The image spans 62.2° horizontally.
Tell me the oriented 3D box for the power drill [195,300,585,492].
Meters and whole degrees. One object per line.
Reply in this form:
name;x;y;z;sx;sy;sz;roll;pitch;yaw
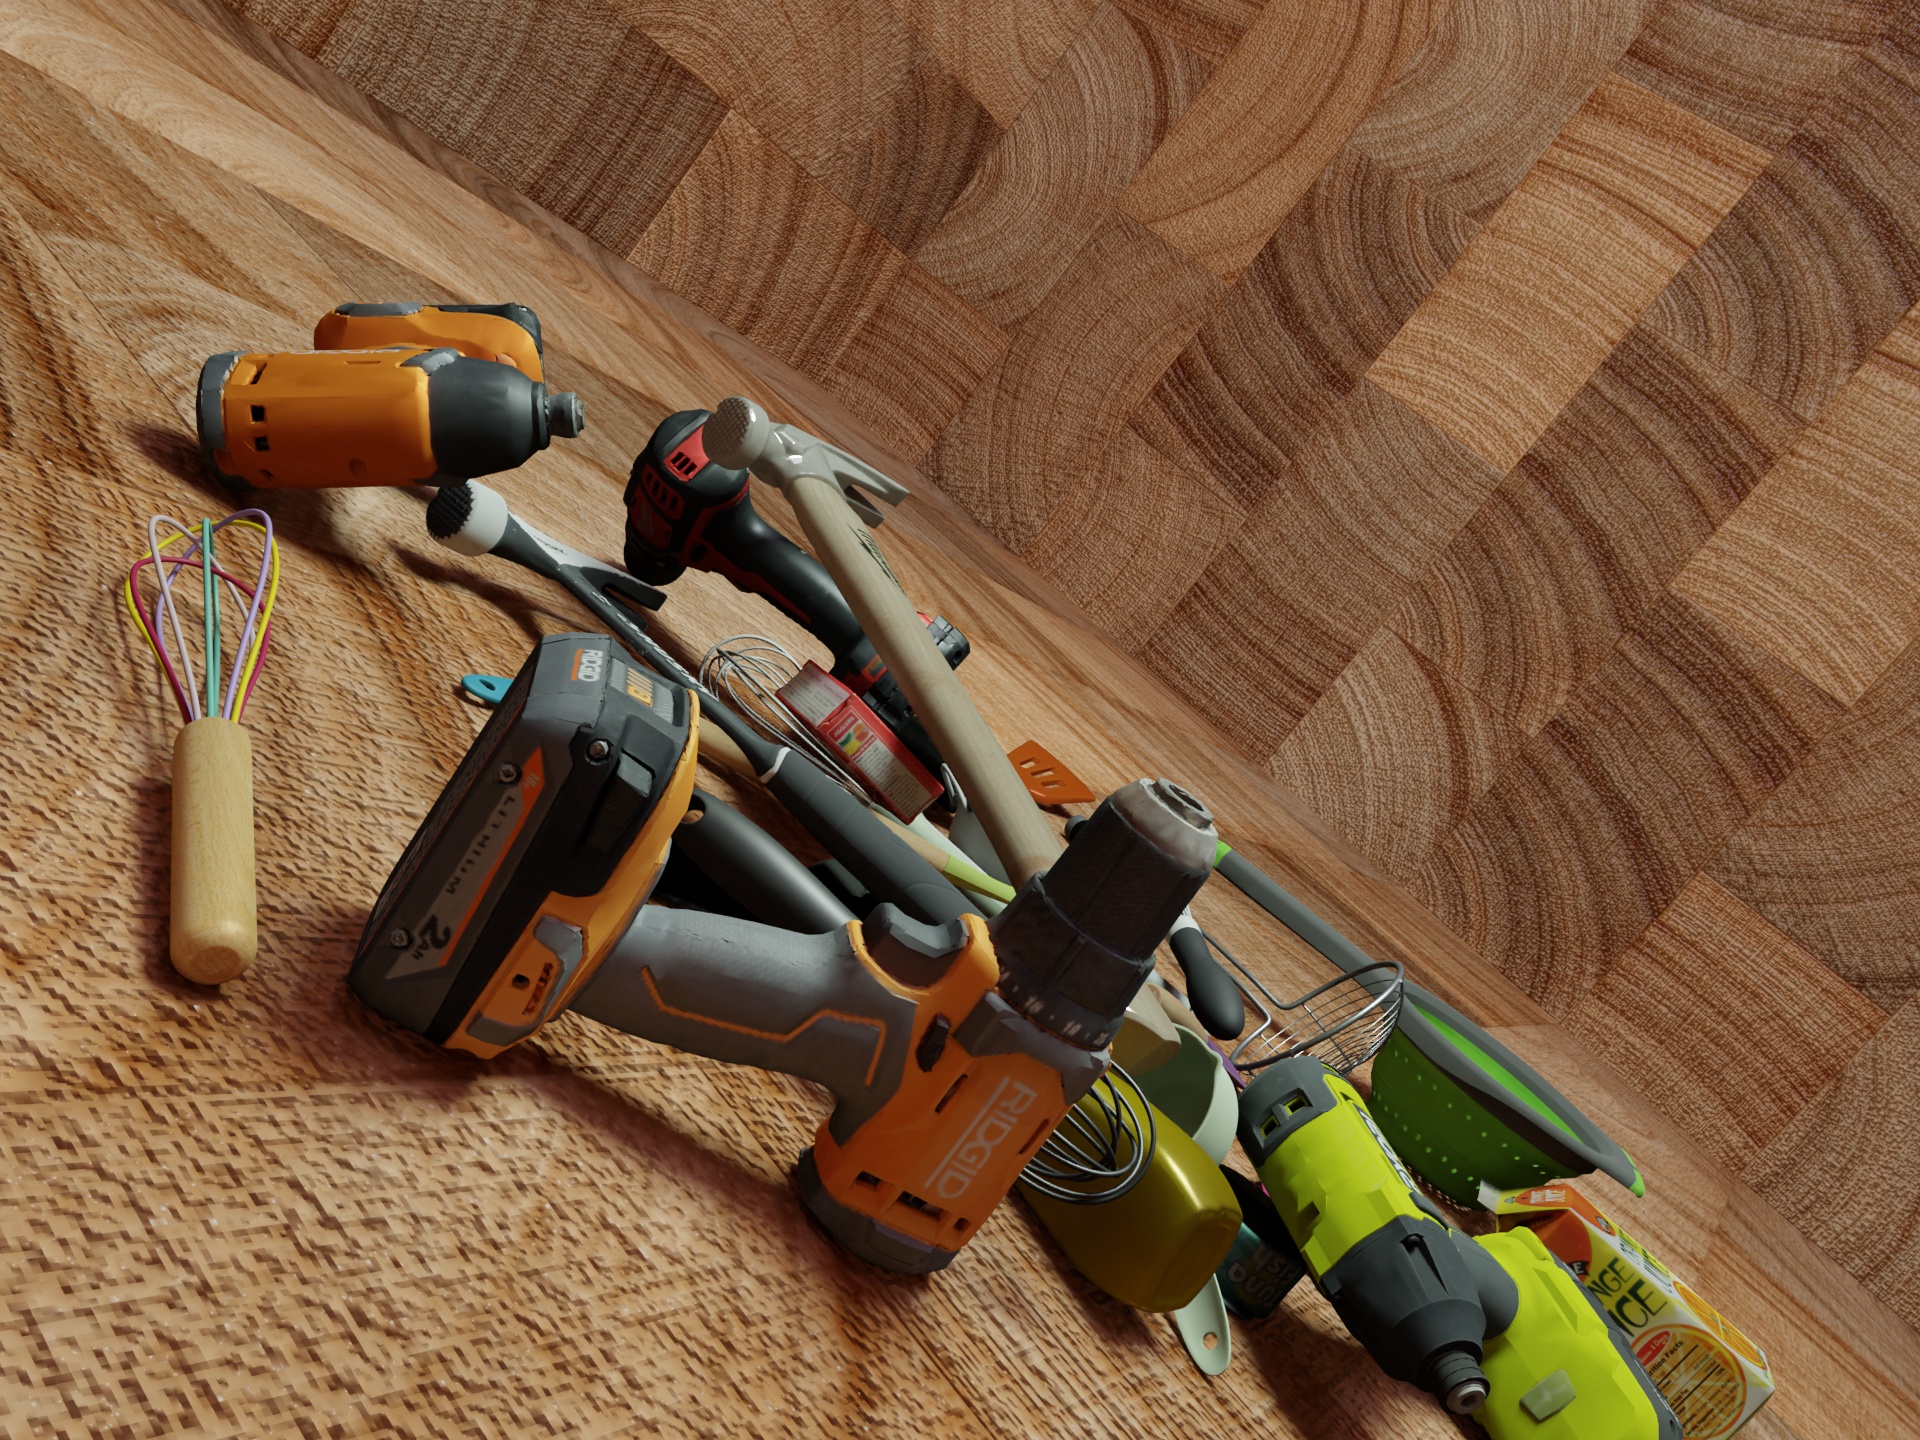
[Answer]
power drill;-0.266;-0.163;0.801;0.164;0.084;0.227;-2;19;-7

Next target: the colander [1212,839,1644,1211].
colander;0.299;0.232;1.162;0.397;0.094;0.204;39;9;14

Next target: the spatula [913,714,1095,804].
spatula;0.027;0.021;1.225;0.081;0.041;0.322;43;3;23

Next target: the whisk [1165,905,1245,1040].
whisk;0.140;0.125;1.051;0.070;0.070;0.285;35;14;-20

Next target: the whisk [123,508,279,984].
whisk;-0.240;-0.002;0.504;0.047;0.051;0.245;7;30;-30

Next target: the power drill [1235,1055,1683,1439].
power drill;0.225;0.266;0.716;0.223;0.080;0.171;42;11;-30

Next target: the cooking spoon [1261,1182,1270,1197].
cooking spoon;0.207;0.257;0.950;0.069;0.017;0.319;41;11;7

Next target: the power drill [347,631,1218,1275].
power drill;-0.044;0.059;0.496;0.226;0.185;0.084;31;14;-20

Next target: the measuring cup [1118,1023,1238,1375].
measuring cup;0.096;0.209;0.689;0.038;0.083;0.168;49;18;-38

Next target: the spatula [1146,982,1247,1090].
spatula;0.126;0.172;0.865;0.060;0.018;0.315;42;-3;23

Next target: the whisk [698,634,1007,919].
whisk;-0.053;0.041;0.921;0.246;0.059;0.058;42;-17;-2

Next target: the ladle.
ladle;-0.039;0.076;0.860;0.320;0.062;0.078;29;10;-10

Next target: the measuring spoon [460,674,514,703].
measuring spoon;-0.193;-0.018;0.754;0.042;0.021;0.128;41;9;14

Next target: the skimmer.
skimmer;0.168;0.137;1.123;0.364;0.127;0.090;42;-22;52

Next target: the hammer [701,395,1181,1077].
hammer;-0.001;-0.003;0.799;0.146;0.038;0.411;19;33;-52

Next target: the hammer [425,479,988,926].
hammer;-0.096;0.014;0.750;0.409;0.036;0.149;39;5;32

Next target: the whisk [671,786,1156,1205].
whisk;-0.026;0.096;0.605;0.239;0.055;0.055;37;9;18

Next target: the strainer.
strainer;0.067;0.125;0.984;0.258;0.050;0.087;41;-7;-18

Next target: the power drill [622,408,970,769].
power drill;-0.119;-0.074;0.989;0.226;0.080;0.188;43;-25;-3
